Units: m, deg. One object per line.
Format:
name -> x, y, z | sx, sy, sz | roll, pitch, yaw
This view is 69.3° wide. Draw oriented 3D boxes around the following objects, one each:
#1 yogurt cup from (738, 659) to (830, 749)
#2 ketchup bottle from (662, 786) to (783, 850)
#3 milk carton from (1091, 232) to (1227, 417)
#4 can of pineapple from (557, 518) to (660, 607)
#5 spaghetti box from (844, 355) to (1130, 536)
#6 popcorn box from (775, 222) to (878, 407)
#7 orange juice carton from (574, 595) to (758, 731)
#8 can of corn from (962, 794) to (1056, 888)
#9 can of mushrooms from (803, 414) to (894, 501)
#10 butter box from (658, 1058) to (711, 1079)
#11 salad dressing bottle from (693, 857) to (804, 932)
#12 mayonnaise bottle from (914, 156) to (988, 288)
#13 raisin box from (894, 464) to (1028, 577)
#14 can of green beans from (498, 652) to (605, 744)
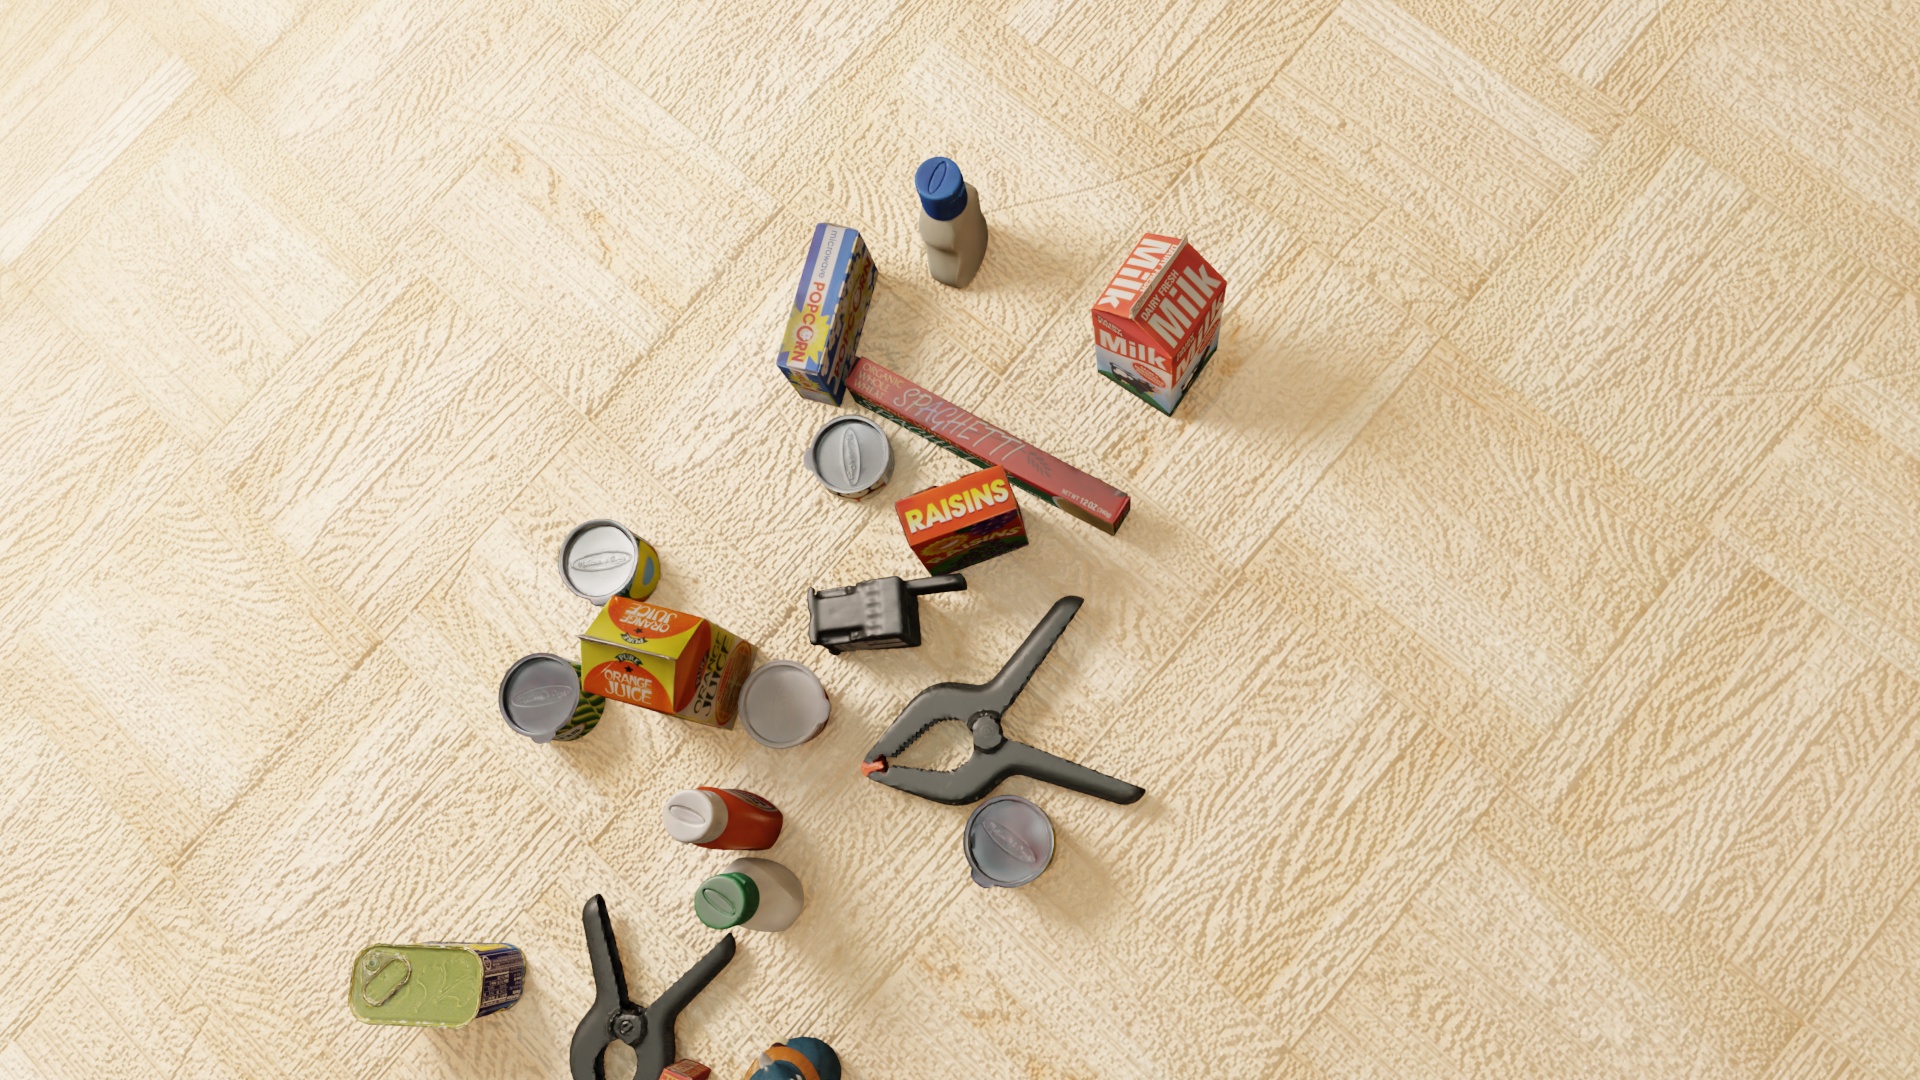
yogurt cup -> -0.133, 0.129, 1.080 | 0.072, 0.054, 0.072 | -1, 77, 7
ketchup bottle -> -0.178, 0.204, 1.019 | 0.065, 0.148, 0.043 | 18, 81, 11
milk carton -> 0.148, -0.165, 1.042 | 0.073, 0.190, 0.072 | 34, 84, 13
can of pineapple -> -0.283, 0.022, 1.120 | 0.071, 0.057, 0.071 | -1, 77, 7
spaghetti box -> 0.020, -0.076, 1.110 | 0.250, 0.050, 0.029 | 28, 83, 12
popcorn box -> -0.107, -0.183, 1.132 | 0.038, 0.085, 0.127 | 13, 79, 10
orange juice carton -> -0.216, 0.091, 1.027 | 0.072, 0.192, 0.073 | 14, 80, 10
can of corn -> 0.036, 0.226, 1.035 | 0.071, 0.058, 0.071 | -1, 77, 7
can of mushrooms -> -0.090, -0.066, 1.130 | 0.071, 0.033, 0.071 | -1, 77, 7
butter box -> -0.220, 0.436, 1.021 | 0.024, 0.053, 0.103 | 21, 81, 11
salad dressing bottle -> -0.154, 0.258, 1.005 | 0.064, 0.147, 0.044 | 34, 84, 13
mayonnaise bottle -> -0.008, -0.255, 1.104 | 0.041, 0.148, 0.065 | 21, 81, 11
raisin box -> 0.004, -0.013, 1.060 | 0.086, 0.123, 0.040 | -19, 76, 3
can of green beans -> -0.323, 0.125, 1.102 | 0.071, 0.057, 0.071 | -1, 77, 7
